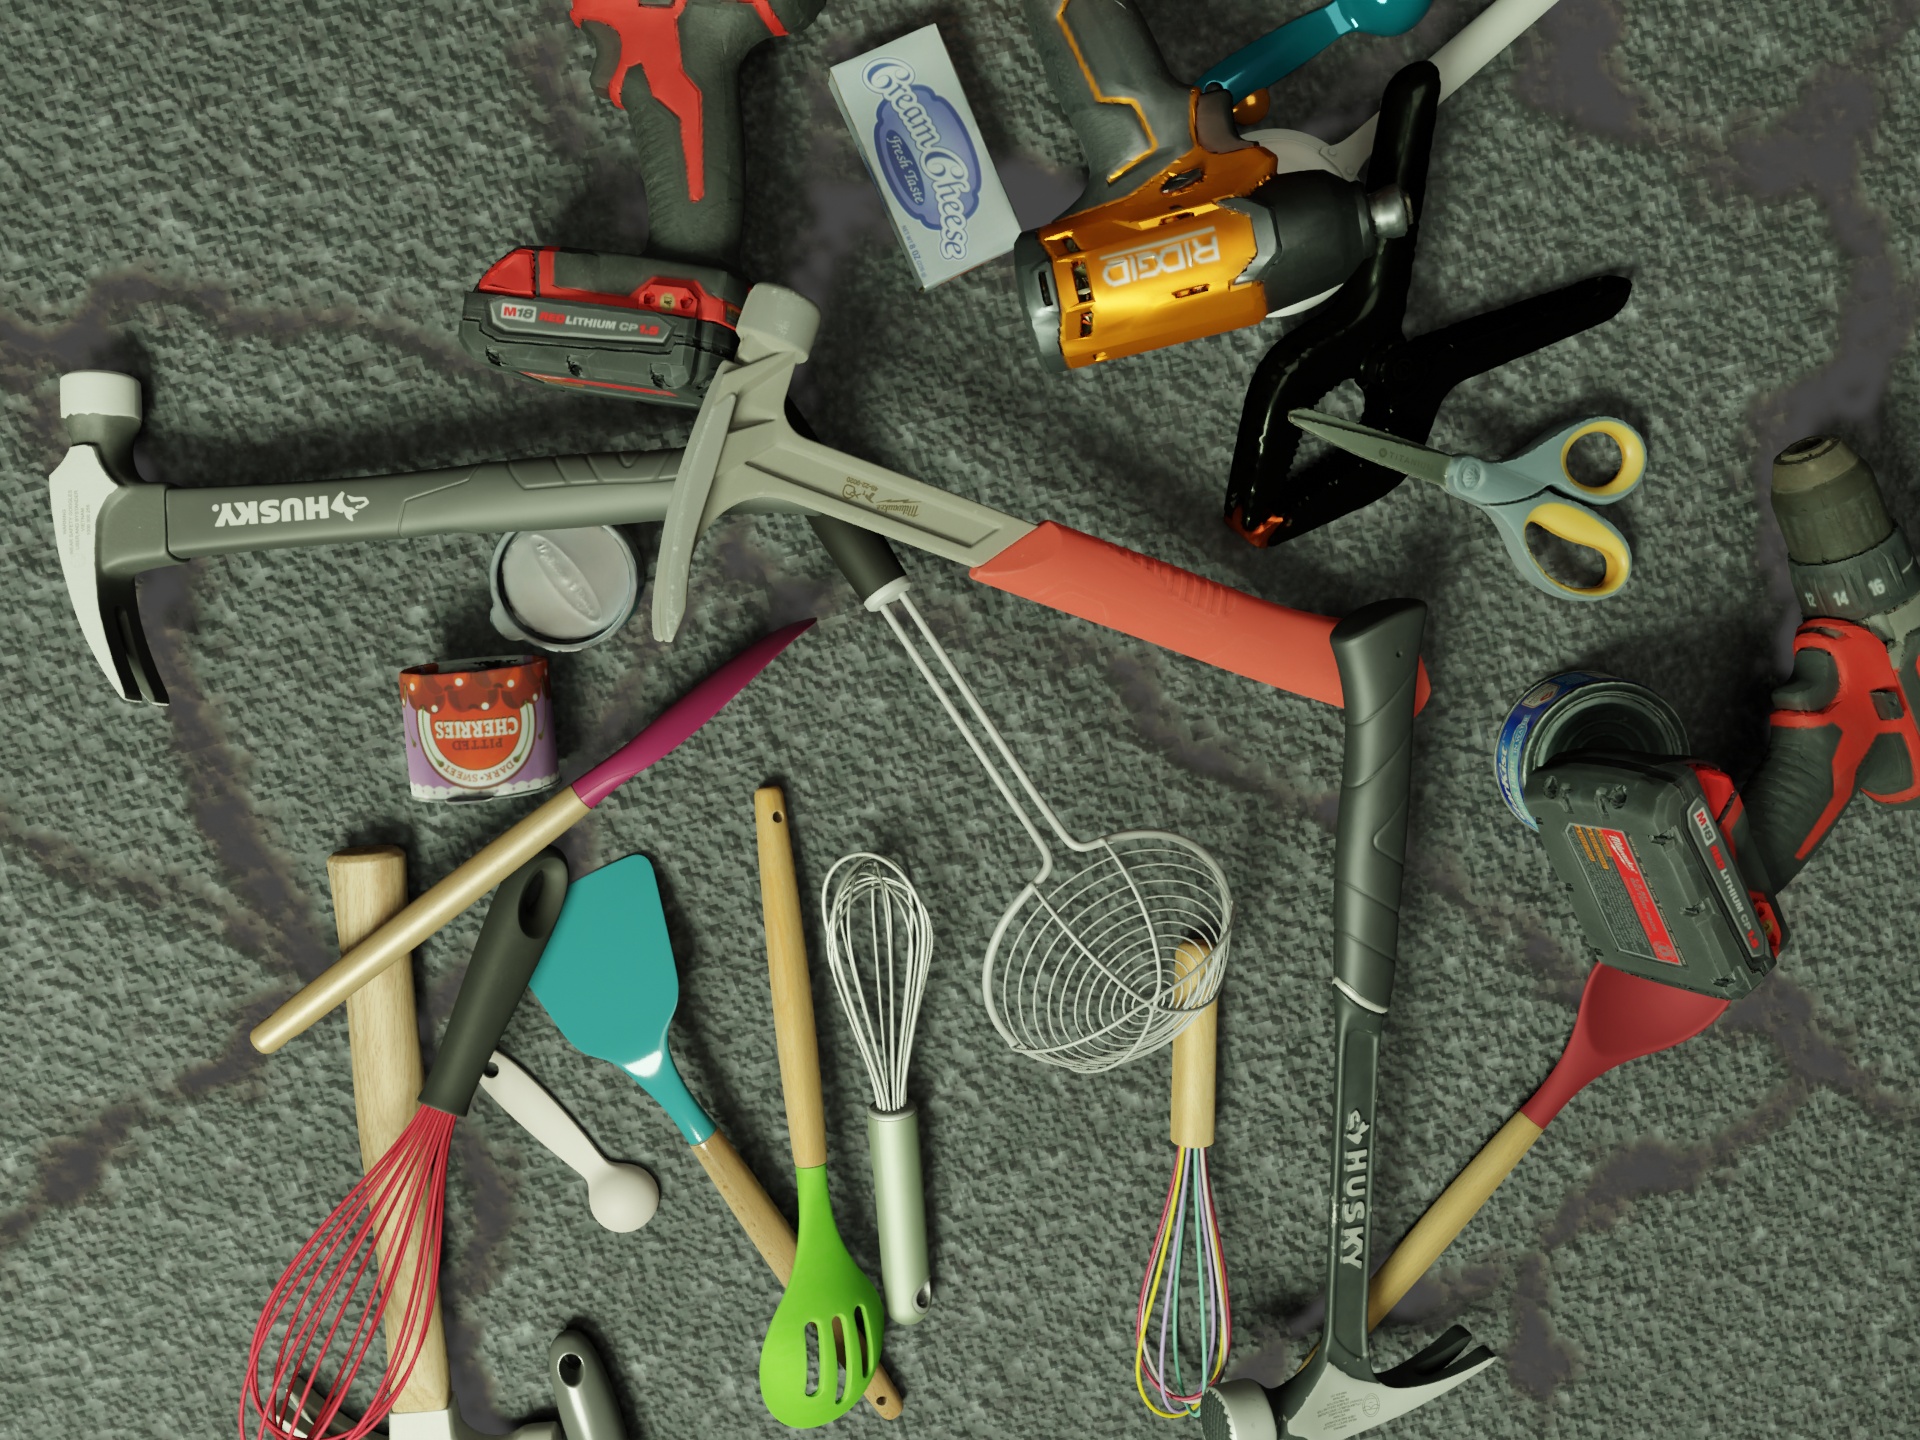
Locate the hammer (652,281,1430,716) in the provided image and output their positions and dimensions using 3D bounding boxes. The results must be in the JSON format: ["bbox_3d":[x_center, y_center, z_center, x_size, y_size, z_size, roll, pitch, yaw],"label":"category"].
[{"bbox_3d":[0.051,-0.054,0.695,0.358,0.037,0.149,18,87,-21],"label":"hammer"}]

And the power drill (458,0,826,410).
[{"bbox_3d":[-0.140,-0.251,0.677,0.143,0.078,0.219,10,93,10],"label":"power drill"}]

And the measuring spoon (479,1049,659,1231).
[{"bbox_3d":[-0.197,0.205,0.776,0.034,0.018,0.124,-42,98,3],"label":"measuring spoon"}]

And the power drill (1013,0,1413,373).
[{"bbox_3d":[0.090,-0.274,0.666,0.164,0.084,0.226,-11,92,13],"label":"power drill"}]

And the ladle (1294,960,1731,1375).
[{"bbox_3d":[0.274,0.223,0.805,0.069,0.031,0.315,37,97,-10],"label":"ladle"}]

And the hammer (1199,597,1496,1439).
[{"bbox_3d":[0.191,0.147,0.743,0.149,0.036,0.409,-3,101,-19],"label":"hammer"}]

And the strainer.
[{"bbox_3d":[0.192,-0.272,0.719,0.258,0.050,0.087,-41,84,0],"label":"strainer"}]

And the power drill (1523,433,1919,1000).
[{"bbox_3d":[0.366,-0.004,0.723,0.227,0.080,0.187,-35,106,-18],"label":"power drill"}]

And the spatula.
[{"bbox_3d":[-0.111,0.218,0.783,0.082,0.044,0.317,-29,104,2],"label":"spatula"}]

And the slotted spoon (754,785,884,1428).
[{"bbox_3d":[-0.076,0.188,0.763,0.070,0.031,0.314,-7,92,-36],"label":"slotted spoon"}]

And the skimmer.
[{"bbox_3d":[-0.001,-0.002,0.739,0.127,0.090,0.363,-33,85,-6],"label":"skimmer"}]

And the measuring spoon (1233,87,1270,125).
[{"bbox_3d":[0.093,-0.250,0.722,0.117,0.021,0.011,-34,87,1],"label":"measuring spoon"}]

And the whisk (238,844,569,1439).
[{"bbox_3d":[-0.243,0.194,0.720,0.073,0.073,0.296,22,76,-7],"label":"whisk"}]

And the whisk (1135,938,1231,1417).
[{"bbox_3d":[0.112,0.231,0.789,0.047,0.051,0.245,1,96,2],"label":"whisk"}]

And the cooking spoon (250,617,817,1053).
[{"bbox_3d":[-0.192,0.050,0.721,0.319,0.069,0.017,-38,100,0],"label":"cooking spoon"}]

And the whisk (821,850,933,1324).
[{"bbox_3d":[-0.035,0.181,0.774,0.059,0.058,0.246,3,104,31],"label":"whisk"}]

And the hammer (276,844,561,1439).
[{"bbox_3d":[-0.273,0.224,0.768,0.130,0.031,0.331,-4,99,-3],"label":"hammer"}]

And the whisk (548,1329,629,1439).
[{"bbox_3d":[-0.166,0.418,0.801,0.055,0.055,0.239,-16,95,-1],"label":"whisk"}]

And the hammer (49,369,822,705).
[{"bbox_3d":[-0.226,-0.089,0.691,0.335,0.035,0.146,-4,86,3],"label":"hammer"}]

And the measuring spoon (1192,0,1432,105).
[{"bbox_3d":[0.159,-0.310,0.717,0.128,0.021,0.042,-31,99,1],"label":"measuring spoon"}]
